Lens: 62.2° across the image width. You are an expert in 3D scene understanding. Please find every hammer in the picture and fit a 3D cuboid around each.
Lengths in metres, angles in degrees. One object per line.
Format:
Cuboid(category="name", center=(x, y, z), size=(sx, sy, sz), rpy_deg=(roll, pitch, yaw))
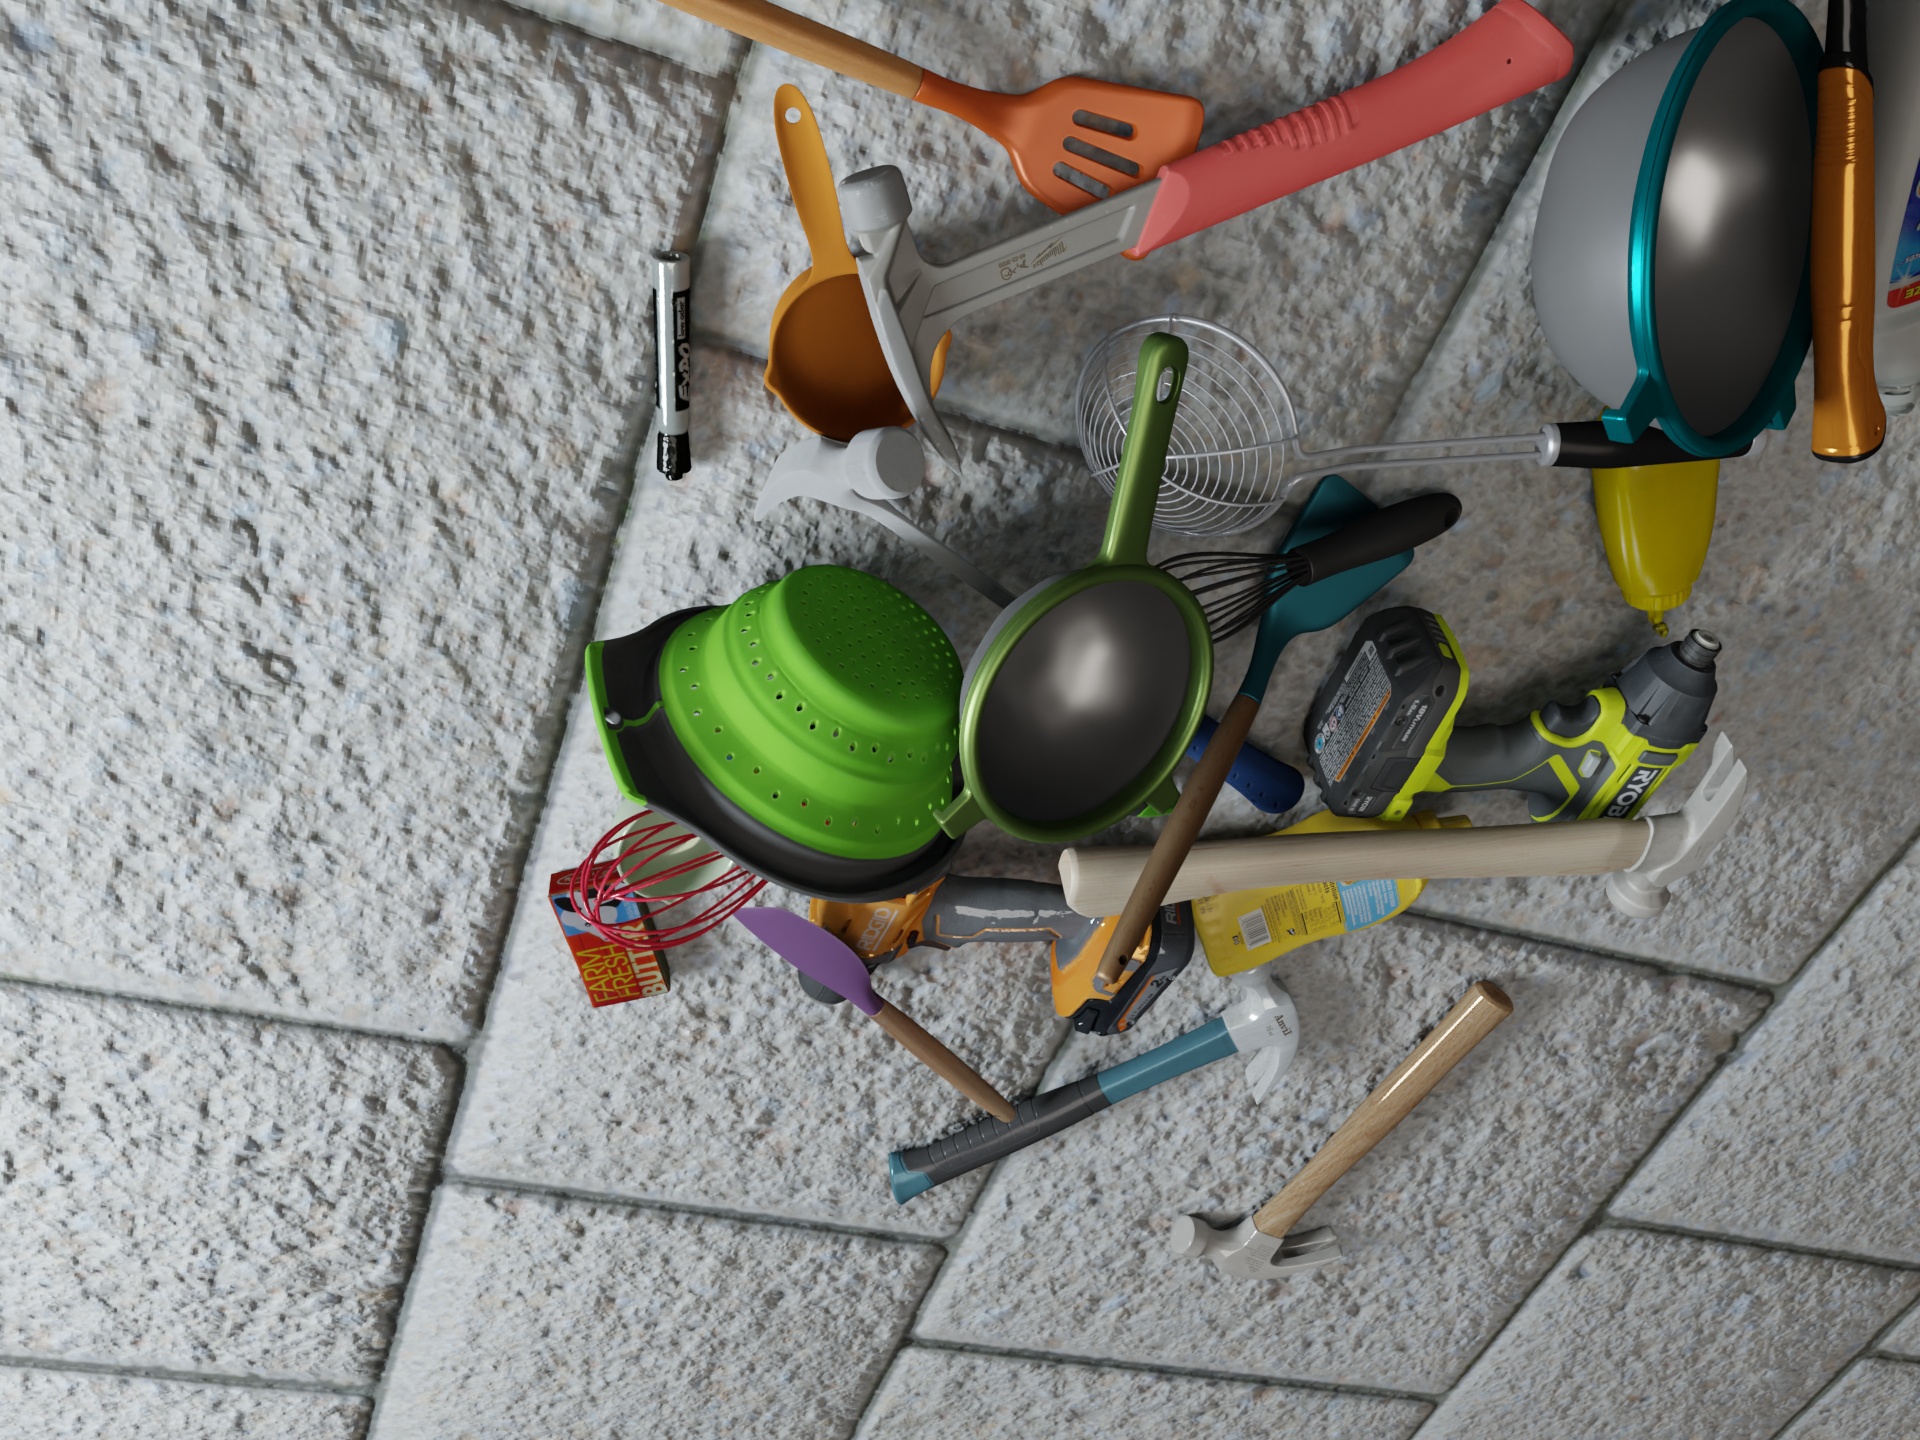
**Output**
Cuboid(category="hammer", center=(0.308, 0.323, 1.228), size=(0.130, 0.031, 0.331), rpy_deg=(24, 117, -22))
Cuboid(category="hammer", center=(0.092, 0.273, 1.160), size=(0.331, 0.033, 0.128), rpy_deg=(-26, 123, 10))
Cuboid(category="hammer", center=(0.418, -0.278, 0.755), size=(0.127, 0.034, 0.336), rpy_deg=(-36, 123, -32))
Cuboid(category="hammer", center=(0.058, -0.044, 0.905), size=(0.405, 0.144, 0.035), rpy_deg=(32, 74, -35))
Cuboid(category="hammer", center=(0.264, 0.075, 0.956), size=(0.410, 0.038, 0.146), rpy_deg=(-2, 137, -10))
Cuboid(category="hammer", center=(0.127, -0.250, 0.768), size=(0.359, 0.037, 0.149), rpy_deg=(-23, 120, -4))

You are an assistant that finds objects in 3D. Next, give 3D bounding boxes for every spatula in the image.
Cuboid(category="spatula", center=(-0.040, 0.195, 1.028), size=(0.060, 0.018, 0.315), rpy_deg=(-5, 144, 32))
Cuboid(category="spatula", center=(-0.039, -0.299, 0.727), size=(0.322, 0.041, 0.081), rpy_deg=(12, 114, -26))
Cuboid(category="spatula", center=(0.159, 0.009, 0.906), size=(0.082, 0.044, 0.317), rpy_deg=(37, 73, -25))

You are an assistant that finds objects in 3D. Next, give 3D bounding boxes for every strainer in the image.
Cuboid(category="strainer", center=(0.059, -0.067, 0.781), size=(0.151, 0.069, 0.256), rpy_deg=(-4, 116, -34))
Cuboid(category="strainer", center=(0.345, -0.301, 0.771), size=(0.211, 0.095, 0.340), rpy_deg=(-12, 107, -41))

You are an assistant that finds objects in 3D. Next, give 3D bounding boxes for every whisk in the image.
Cuboid(category="whisk", center=(-0.086, 0.056, 0.889), size=(0.296, 0.073, 0.073), rpy_deg=(-22, 135, -40))
Cuboid(category="whisk", center=(0.188, -0.088, 0.880), size=(0.239, 0.055, 0.055), rpy_deg=(-21, 129, -24))

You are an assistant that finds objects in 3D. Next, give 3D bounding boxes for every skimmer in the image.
Cuboid(category="skimmer", center=(0.247, -0.161, 0.855), size=(0.363, 0.090, 0.127), rpy_deg=(-4, 131, -8))

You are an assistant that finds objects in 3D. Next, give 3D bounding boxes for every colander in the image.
Cuboid(category="colander", center=(-0.001, -0.003, 0.876), size=(0.396, 0.205, 0.094), rpy_deg=(9, 133, -37))

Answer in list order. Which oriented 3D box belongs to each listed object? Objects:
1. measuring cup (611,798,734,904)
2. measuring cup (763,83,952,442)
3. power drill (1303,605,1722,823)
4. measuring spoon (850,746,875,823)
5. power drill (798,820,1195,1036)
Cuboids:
Cuboid(category="measuring cup", center=(-0.135, 0.065, 0.987), size=(0.167, 0.038, 0.083), rpy_deg=(-5, 123, -26))
Cuboid(category="measuring cup", center=(-0.063, -0.226, 0.785), size=(0.095, 0.052, 0.173), rpy_deg=(-15, 117, 0))
Cuboid(category="power drill", center=(0.342, 0.002, 0.978), size=(0.223, 0.080, 0.171), rpy_deg=(6, 133, -16))
Cuboid(category="measuring spoon", center=(-0.064, 0.034, 0.977), size=(0.042, 0.021, 0.128), rpy_deg=(3, 125, -26))
Cuboid(category="power drill", center=(0.013, 0.141, 1.022), size=(0.226, 0.084, 0.185), rpy_deg=(13, 138, -16))
